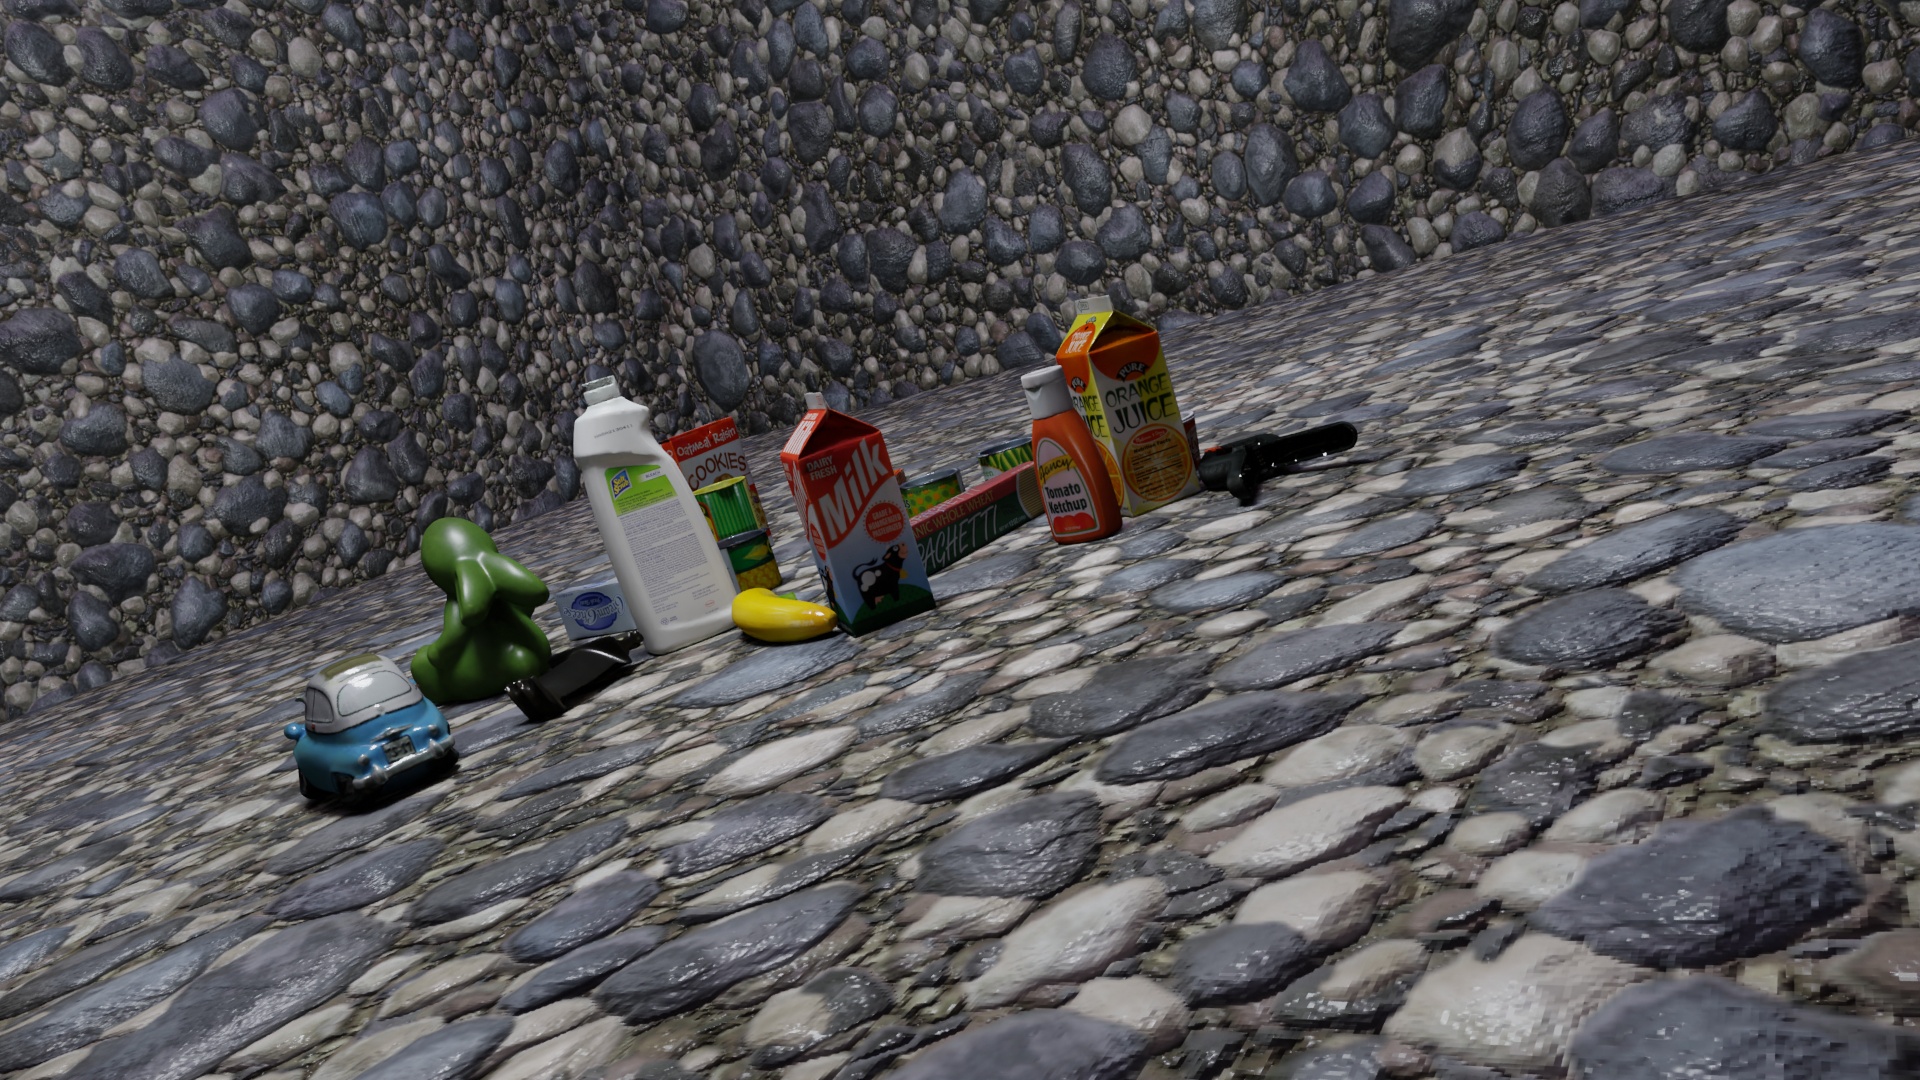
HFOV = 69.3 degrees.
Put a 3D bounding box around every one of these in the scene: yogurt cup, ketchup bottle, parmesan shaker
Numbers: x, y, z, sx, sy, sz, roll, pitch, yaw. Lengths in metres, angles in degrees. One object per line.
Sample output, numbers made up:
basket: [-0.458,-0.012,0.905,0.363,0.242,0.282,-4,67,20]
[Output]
yogurt cup: [0.203,-0.091,1.359,0.072,0.054,0.072,-17,10,3]
ketchup bottle: [0.090,-0.073,1.181,0.064,0.148,0.044,-8,13,42]
parmesan shaker: [-0.257,-0.013,1.563,0.071,0.103,0.071,-17,10,3]

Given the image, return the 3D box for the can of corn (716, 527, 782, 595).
can of corn: [-0.220,0.025,1.424,0.071,0.058,0.071,-17,10,3]

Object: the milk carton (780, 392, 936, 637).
milk carton: [-0.088,-0.027,1.109,0.073,0.190,0.072,-20,10,-16]

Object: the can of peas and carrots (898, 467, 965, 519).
can of peas and carrots: [-0.027,-0.037,1.436,0.071,0.058,0.071,-17,10,3]

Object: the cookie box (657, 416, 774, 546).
cookie box: [-0.292,-0.052,1.646,0.040,0.167,0.123,-12,11,30]

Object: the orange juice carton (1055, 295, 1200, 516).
orange juice carton: [0.144,-0.124,1.239,0.073,0.192,0.072,-20,10,-16]

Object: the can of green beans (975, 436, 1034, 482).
can of green beans: [0.057,-0.076,1.507,0.071,0.057,0.071,-17,10,3]

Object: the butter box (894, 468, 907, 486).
butter box: [-0.078,-0.049,1.598,0.024,0.053,0.104,-16,10,10]

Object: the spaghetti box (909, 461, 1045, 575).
spaghetti box: [0.005,-0.016,1.297,0.028,0.050,0.251,-9,13,41]

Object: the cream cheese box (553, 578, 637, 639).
cream cheese box: [-0.372,0.071,1.445,0.103,0.053,0.024,-11,12,32]
